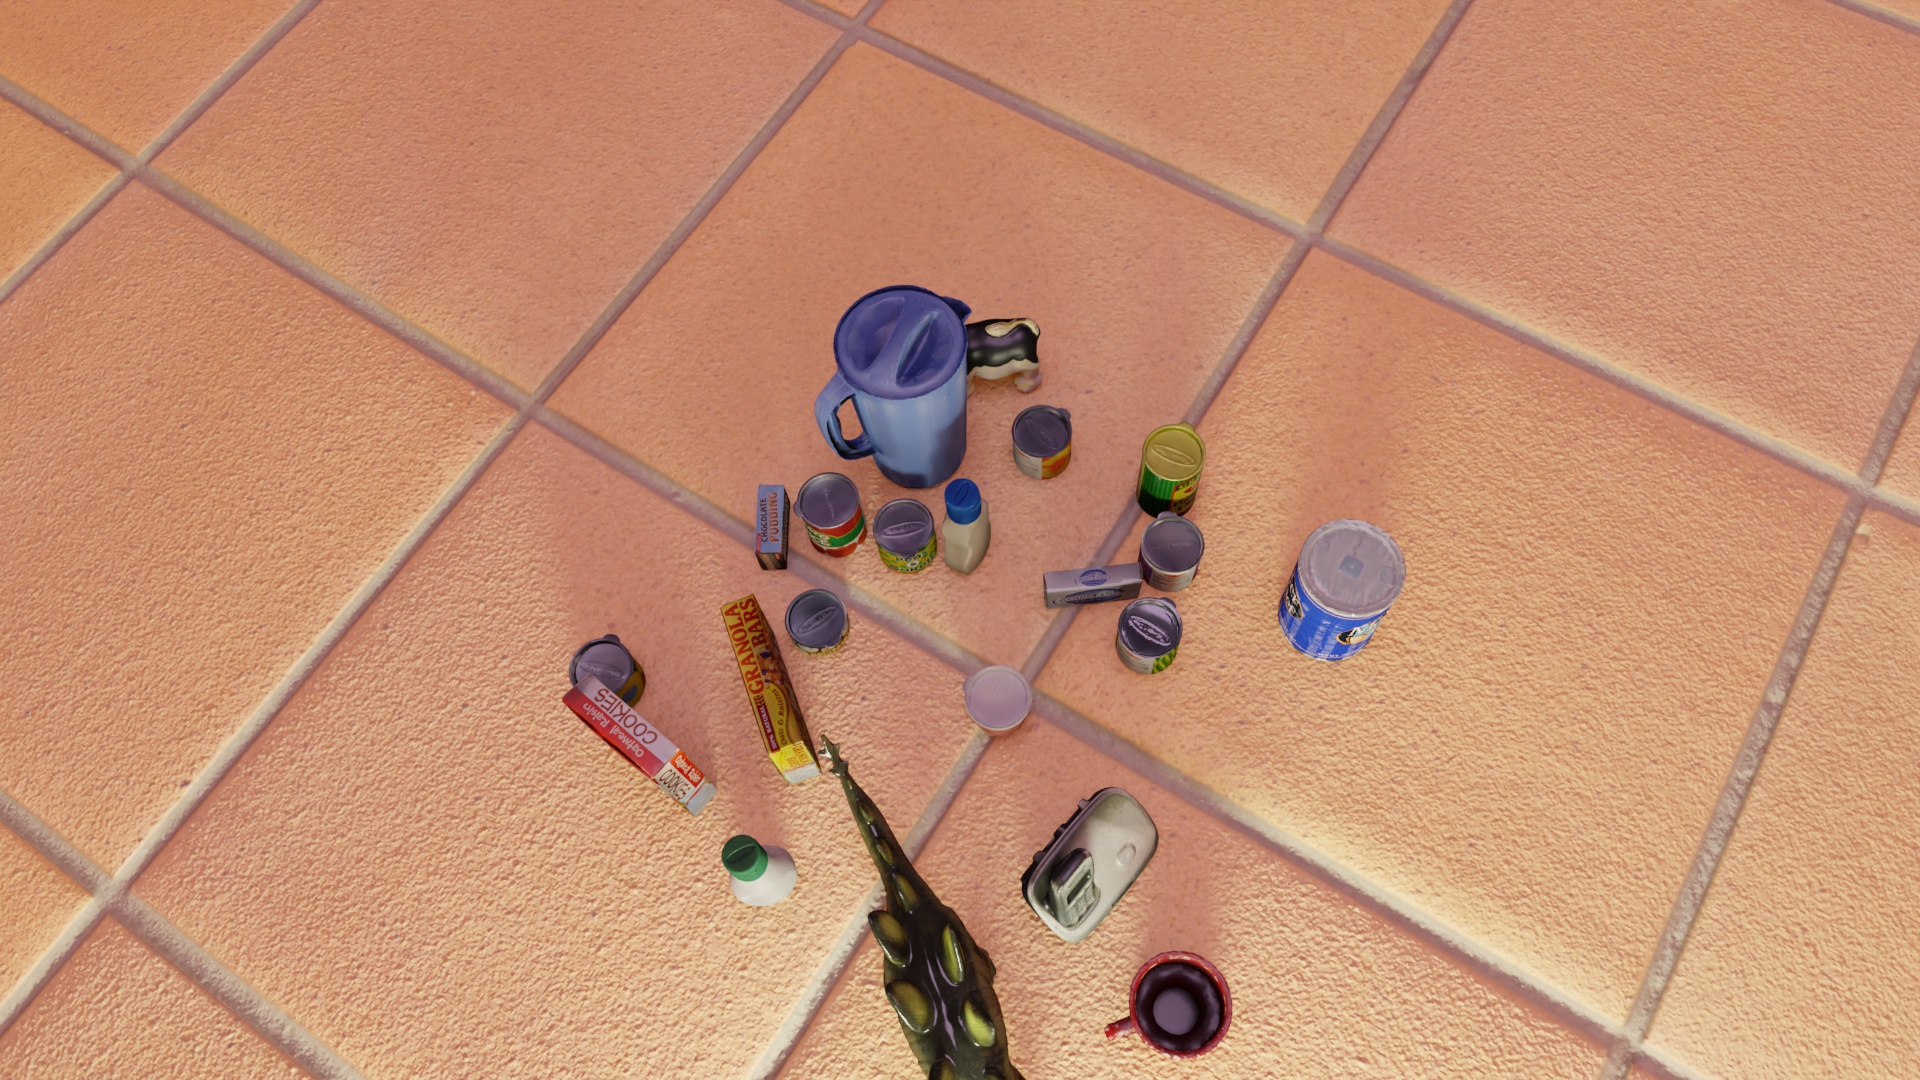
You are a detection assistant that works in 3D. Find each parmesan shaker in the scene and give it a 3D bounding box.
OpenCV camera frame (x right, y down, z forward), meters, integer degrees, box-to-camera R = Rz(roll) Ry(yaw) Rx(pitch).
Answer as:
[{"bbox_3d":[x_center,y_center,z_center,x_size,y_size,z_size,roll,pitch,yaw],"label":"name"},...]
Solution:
[{"bbox_3d":[0.227,-0.074,1.493,0.071,0.102,0.071,-1,66,3],"label":"parmesan shaker"}]

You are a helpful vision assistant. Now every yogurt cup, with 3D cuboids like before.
[{"bbox_3d":[0.039,0.168,1.422,0.072,0.053,0.072,-1,66,3],"label":"yogurt cup"}]

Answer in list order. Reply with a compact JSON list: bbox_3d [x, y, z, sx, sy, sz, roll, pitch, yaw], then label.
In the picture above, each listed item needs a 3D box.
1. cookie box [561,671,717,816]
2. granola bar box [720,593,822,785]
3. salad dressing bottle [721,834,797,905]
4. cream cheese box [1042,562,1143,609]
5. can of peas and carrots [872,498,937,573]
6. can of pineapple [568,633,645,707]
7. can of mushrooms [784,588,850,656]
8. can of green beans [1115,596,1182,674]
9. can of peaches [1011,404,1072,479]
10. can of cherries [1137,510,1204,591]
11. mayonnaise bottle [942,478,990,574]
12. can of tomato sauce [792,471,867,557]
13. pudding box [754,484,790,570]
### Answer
[{"bbox_3d":[-0.313,0.204,1.363,0.123,0.166,0.040,35,73,17],"label":"cookie box"},{"bbox_3d":[-0.192,0.153,1.403,0.039,0.123,0.166,-20,66,-6],"label":"granola bar box"},{"bbox_3d":[-0.194,0.312,1.319,0.064,0.147,0.044,-27,68,-8],"label":"salad dressing bottle"},{"bbox_3d":[0.139,0.048,1.471,0.104,0.053,0.024,-6,66,0],"label":"cream cheese box"},{"bbox_3d":[-0.059,-0.002,1.501,0.071,0.058,0.071,-1,66,3],"label":"can of peas and carrots"},{"bbox_3d":[-0.368,0.141,1.455,0.071,0.057,0.071,-1,66,3],"label":"can of pineapple"},{"bbox_3d":[-0.150,0.090,1.479,0.071,0.033,0.071,-1,66,3],"label":"can of mushrooms"},{"bbox_3d":[0.195,0.100,1.442,0.071,0.057,0.071,-1,66,3],"label":"can of green beans"},{"bbox_3d":[0.092,-0.110,1.542,0.071,0.058,0.071,-1,66,3],"label":"can of peaches"},{"bbox_3d":[0.224,0.012,1.479,0.071,0.058,0.072,-1,66,3],"label":"can of cherries"},{"bbox_3d":[0.005,-0.018,1.456,0.041,0.147,0.065,23,70,13],"label":"mayonnaise bottle"},{"bbox_3d":[-0.139,-0.025,1.503,0.071,0.082,0.071,-1,66,3],"label":"can of tomato sauce"},{"bbox_3d":[-0.206,-0.015,1.520,0.030,0.049,0.084,-1,66,3],"label":"pudding box"}]
